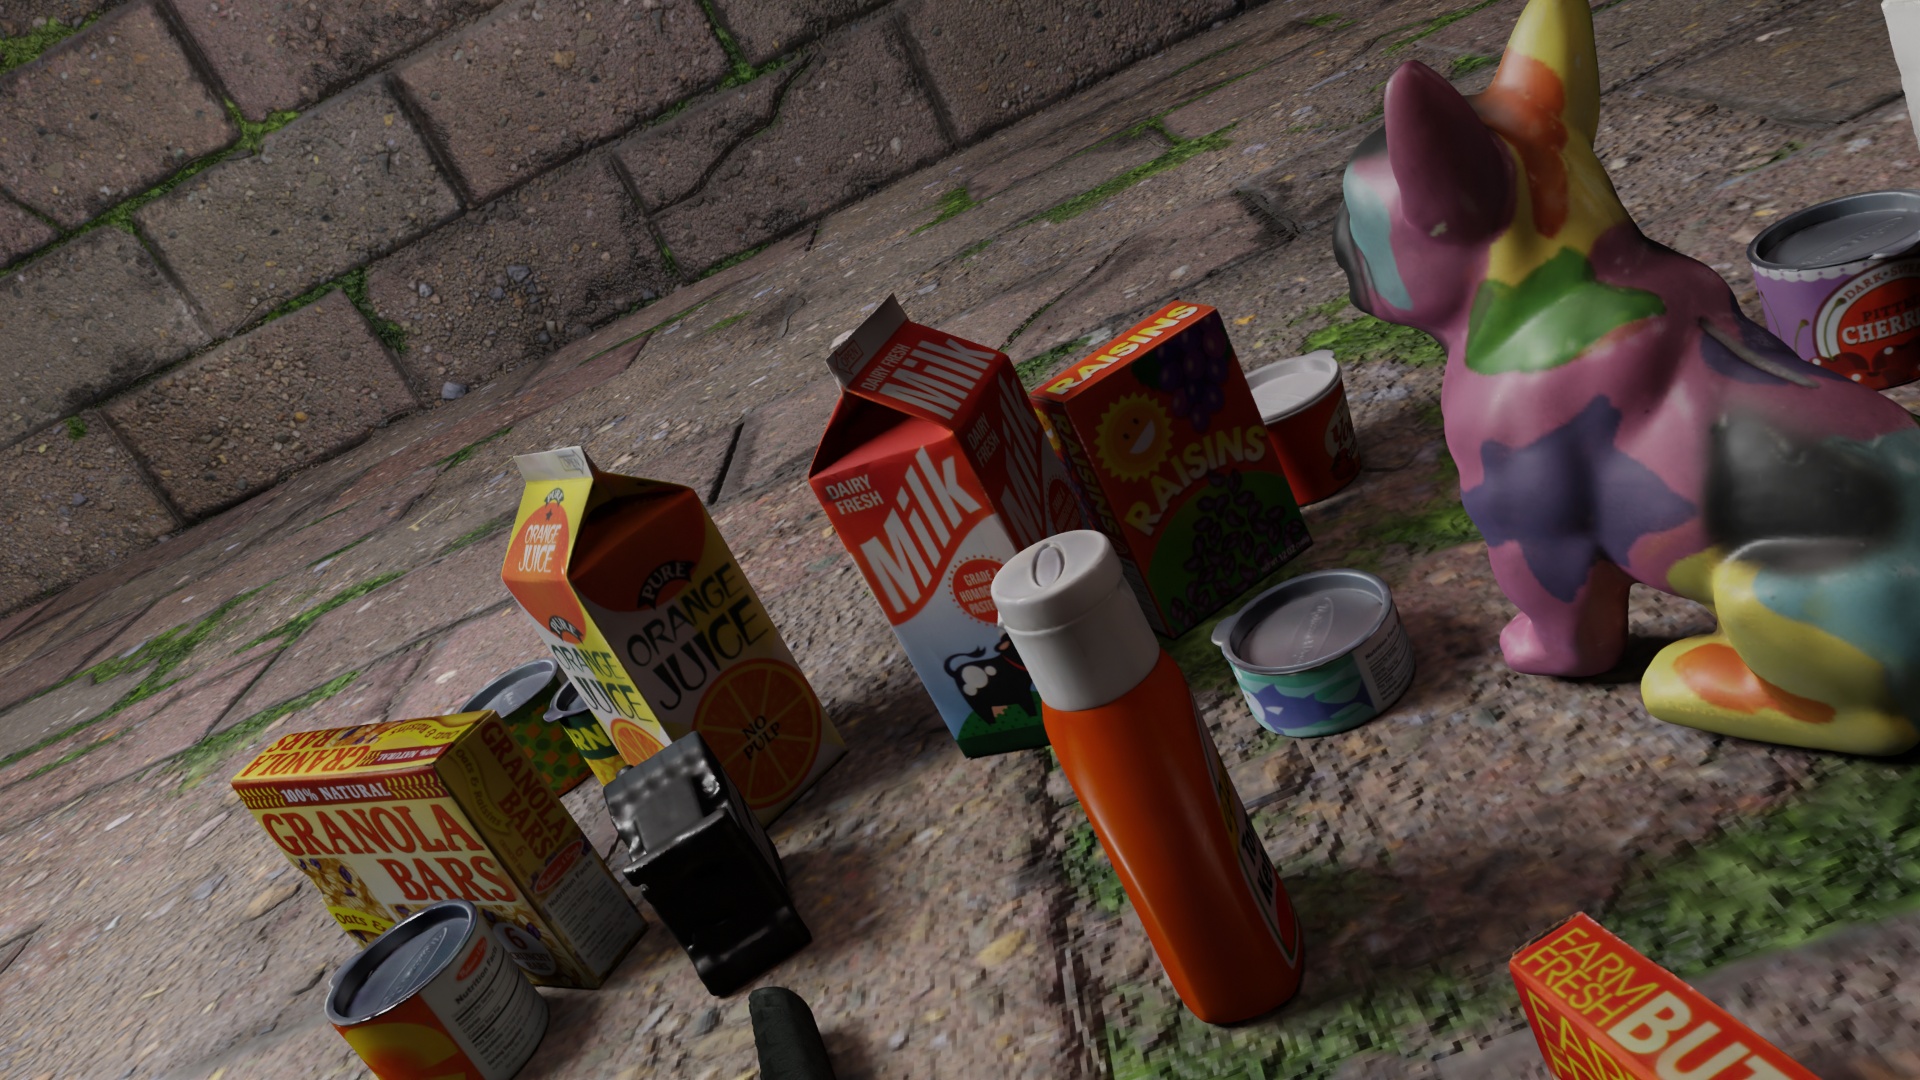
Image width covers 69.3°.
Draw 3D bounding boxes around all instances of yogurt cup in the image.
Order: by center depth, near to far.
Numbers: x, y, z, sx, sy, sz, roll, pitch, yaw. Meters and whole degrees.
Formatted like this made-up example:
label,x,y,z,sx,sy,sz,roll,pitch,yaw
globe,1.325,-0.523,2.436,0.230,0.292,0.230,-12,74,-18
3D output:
label,x,y,z,sx,sy,sz,roll,pitch,yaw
yogurt cup,0.162,-0.052,0.682,0.072,0.053,0.073,-23,22,10

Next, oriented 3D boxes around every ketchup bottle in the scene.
label,x,y,z,sx,sy,sz,roll,pitch,yaw
ketchup bottle,0.055,0.068,0.407,0.043,0.148,0.065,-23,22,12

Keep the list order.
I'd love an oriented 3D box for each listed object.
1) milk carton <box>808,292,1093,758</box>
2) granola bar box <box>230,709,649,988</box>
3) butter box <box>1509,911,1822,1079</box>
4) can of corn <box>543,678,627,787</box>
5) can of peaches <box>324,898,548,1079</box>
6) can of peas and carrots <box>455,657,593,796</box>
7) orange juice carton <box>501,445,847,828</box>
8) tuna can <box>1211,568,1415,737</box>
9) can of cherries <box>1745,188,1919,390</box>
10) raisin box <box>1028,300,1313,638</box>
label,x,y,z,sx,sy,sz,roll,pitch,yaw
milk carton,0.002,-0.007,0.581,0.073,0.190,0.073,-15,24,28
granola bar box,-0.234,0.139,0.615,0.165,0.124,0.039,-11,27,36
butter box,0.161,0.125,0.285,0.024,0.053,0.104,-31,22,-8
can of corn,-0.174,0.095,0.734,0.071,0.058,0.071,-23,22,10
can of peaches,-0.212,0.190,0.564,0.071,0.058,0.071,-23,22,10
can of peas and carrots,-0.243,0.110,0.780,0.071,0.058,0.071,-23,22,10
orange juice carton,-0.138,0.040,0.633,0.071,0.192,0.073,0,34,50
tuna can,0.134,0.043,0.529,0.071,0.032,0.071,-23,22,10
can of cherries,0.357,-0.098,0.553,0.071,0.058,0.072,-23,22,10
raisin box,0.095,-0.032,0.620,0.086,0.123,0.040,-33,22,-13
